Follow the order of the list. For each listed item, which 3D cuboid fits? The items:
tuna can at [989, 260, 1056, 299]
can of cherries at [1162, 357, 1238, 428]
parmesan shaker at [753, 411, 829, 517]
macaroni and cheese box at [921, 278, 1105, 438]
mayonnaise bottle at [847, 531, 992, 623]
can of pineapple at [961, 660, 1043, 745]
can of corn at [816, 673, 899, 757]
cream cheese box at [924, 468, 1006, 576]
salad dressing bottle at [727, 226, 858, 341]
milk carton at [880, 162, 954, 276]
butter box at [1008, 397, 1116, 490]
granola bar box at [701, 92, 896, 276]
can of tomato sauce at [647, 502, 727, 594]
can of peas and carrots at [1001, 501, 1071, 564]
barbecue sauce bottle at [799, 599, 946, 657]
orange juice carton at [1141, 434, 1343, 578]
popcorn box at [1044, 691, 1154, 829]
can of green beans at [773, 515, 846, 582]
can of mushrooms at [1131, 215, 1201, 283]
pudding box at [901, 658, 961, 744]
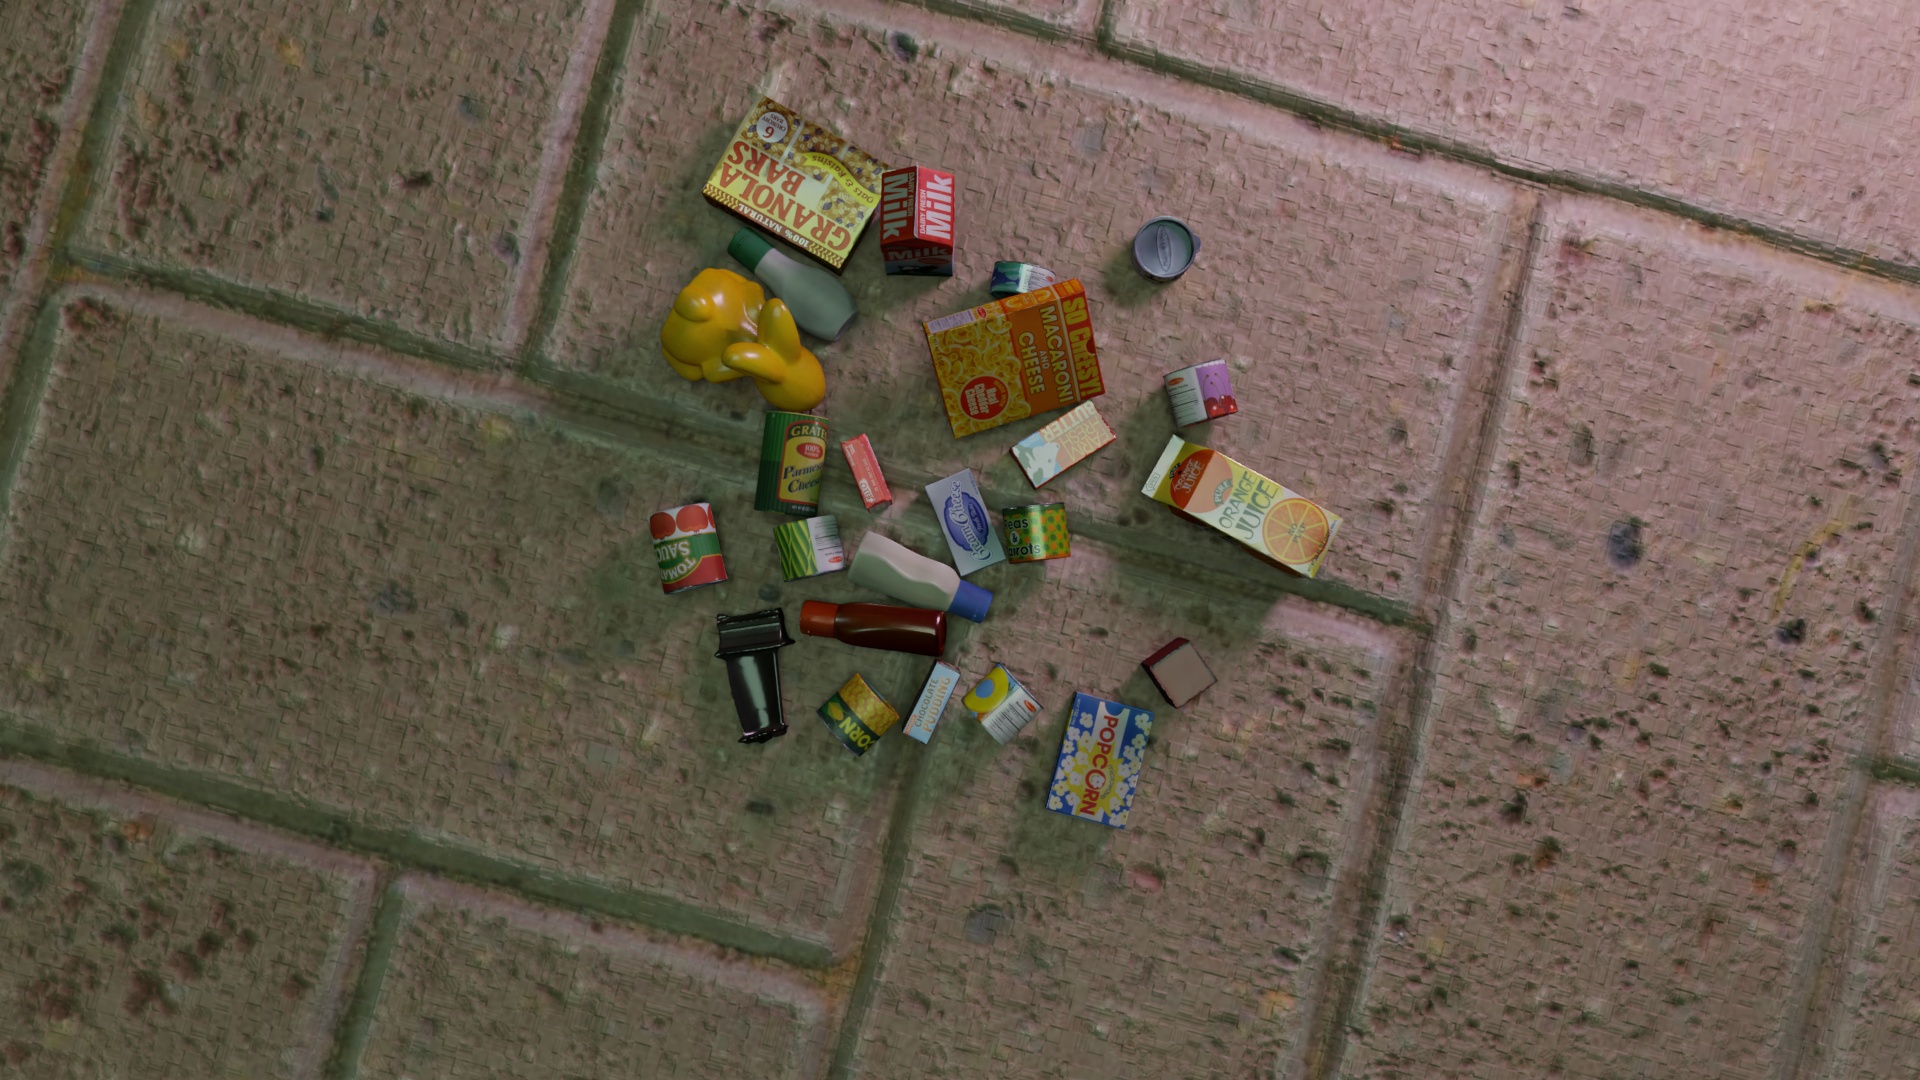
[{"bbox_3d":[0.063,-0.268,1.451,0.071,0.071,0.033,11,89,-1],"label":"tuna can"},{"bbox_3d":[0.253,-0.154,1.450,0.071,0.071,0.058,-16,89,-1],"label":"can of cherries"},{"bbox_3d":[-0.173,-0.078,1.440,0.071,0.071,0.103,6,89,-1],"label":"parmesan shaker"},{"bbox_3d":[0.057,-0.186,1.430,0.166,0.040,0.123,-17,123,-1],"label":"macaroni and cheese box"},{"bbox_3d":[-0.041,0.042,1.441,0.148,0.064,0.041,23,52,-4],"label":"mayonnaise bottle"},{"bbox_3d":[0.042,0.168,1.436,0.058,0.071,0.071,-43,89,-2],"label":"can of pineapple"},{"bbox_3d":[-0.104,0.180,1.429,0.058,0.071,0.071,-43,89,-2],"label":"can of corn"},{"bbox_3d":[0.005,-0.018,1.461,0.053,0.024,0.104,-23,88,0],"label":"cream cheese box"},{"bbox_3d":[-0.177,-0.271,1.457,0.147,0.044,0.064,39,87,1],"label":"salad dressing bottle"},{"bbox_3d":[-0.042,-0.317,1.387,0.073,0.190,0.072,1,89,-1],"label":"milk carton"},{"bbox_3d":[0.108,-0.102,1.465,0.103,0.024,0.053,-32,88,-2],"label":"butter box"},{"bbox_3d":[-0.168,-0.374,1.462,0.165,0.039,0.124,29,87,0],"label":"granola bar box"},{"bbox_3d":[-0.283,0.009,1.432,0.071,0.071,0.083,-13,88,-1],"label":"can of tomato sauce"},{"bbox_3d":[0.077,-0.007,1.439,0.071,0.071,0.058,-7,89,-1],"label":"can of peas and carrots"},{"bbox_3d":[-0.091,0.088,1.439,0.148,0.064,0.044,7,64,7],"label":"barbecue sauce bottle"},{"bbox_3d":[0.289,-0.035,1.442,0.193,0.073,0.072,28,88,0],"label":"orange juice carton"},{"bbox_3d":[0.144,0.228,1.448,0.085,0.038,0.126,15,88,1],"label":"popcorn box"},{"bbox_3d":[-0.156,0.008,1.436,0.071,0.071,0.058,-12,88,-1],"label":"can of green beans"},{"bbox_3d":[0.217,-0.307,1.470,0.071,0.033,0.071,0,88,-1],"label":"can of mushrooms"},{"bbox_3d":[-0.030,0.166,1.441,0.030,0.049,0.083,27,89,-2],"label":"pudding box"}]
